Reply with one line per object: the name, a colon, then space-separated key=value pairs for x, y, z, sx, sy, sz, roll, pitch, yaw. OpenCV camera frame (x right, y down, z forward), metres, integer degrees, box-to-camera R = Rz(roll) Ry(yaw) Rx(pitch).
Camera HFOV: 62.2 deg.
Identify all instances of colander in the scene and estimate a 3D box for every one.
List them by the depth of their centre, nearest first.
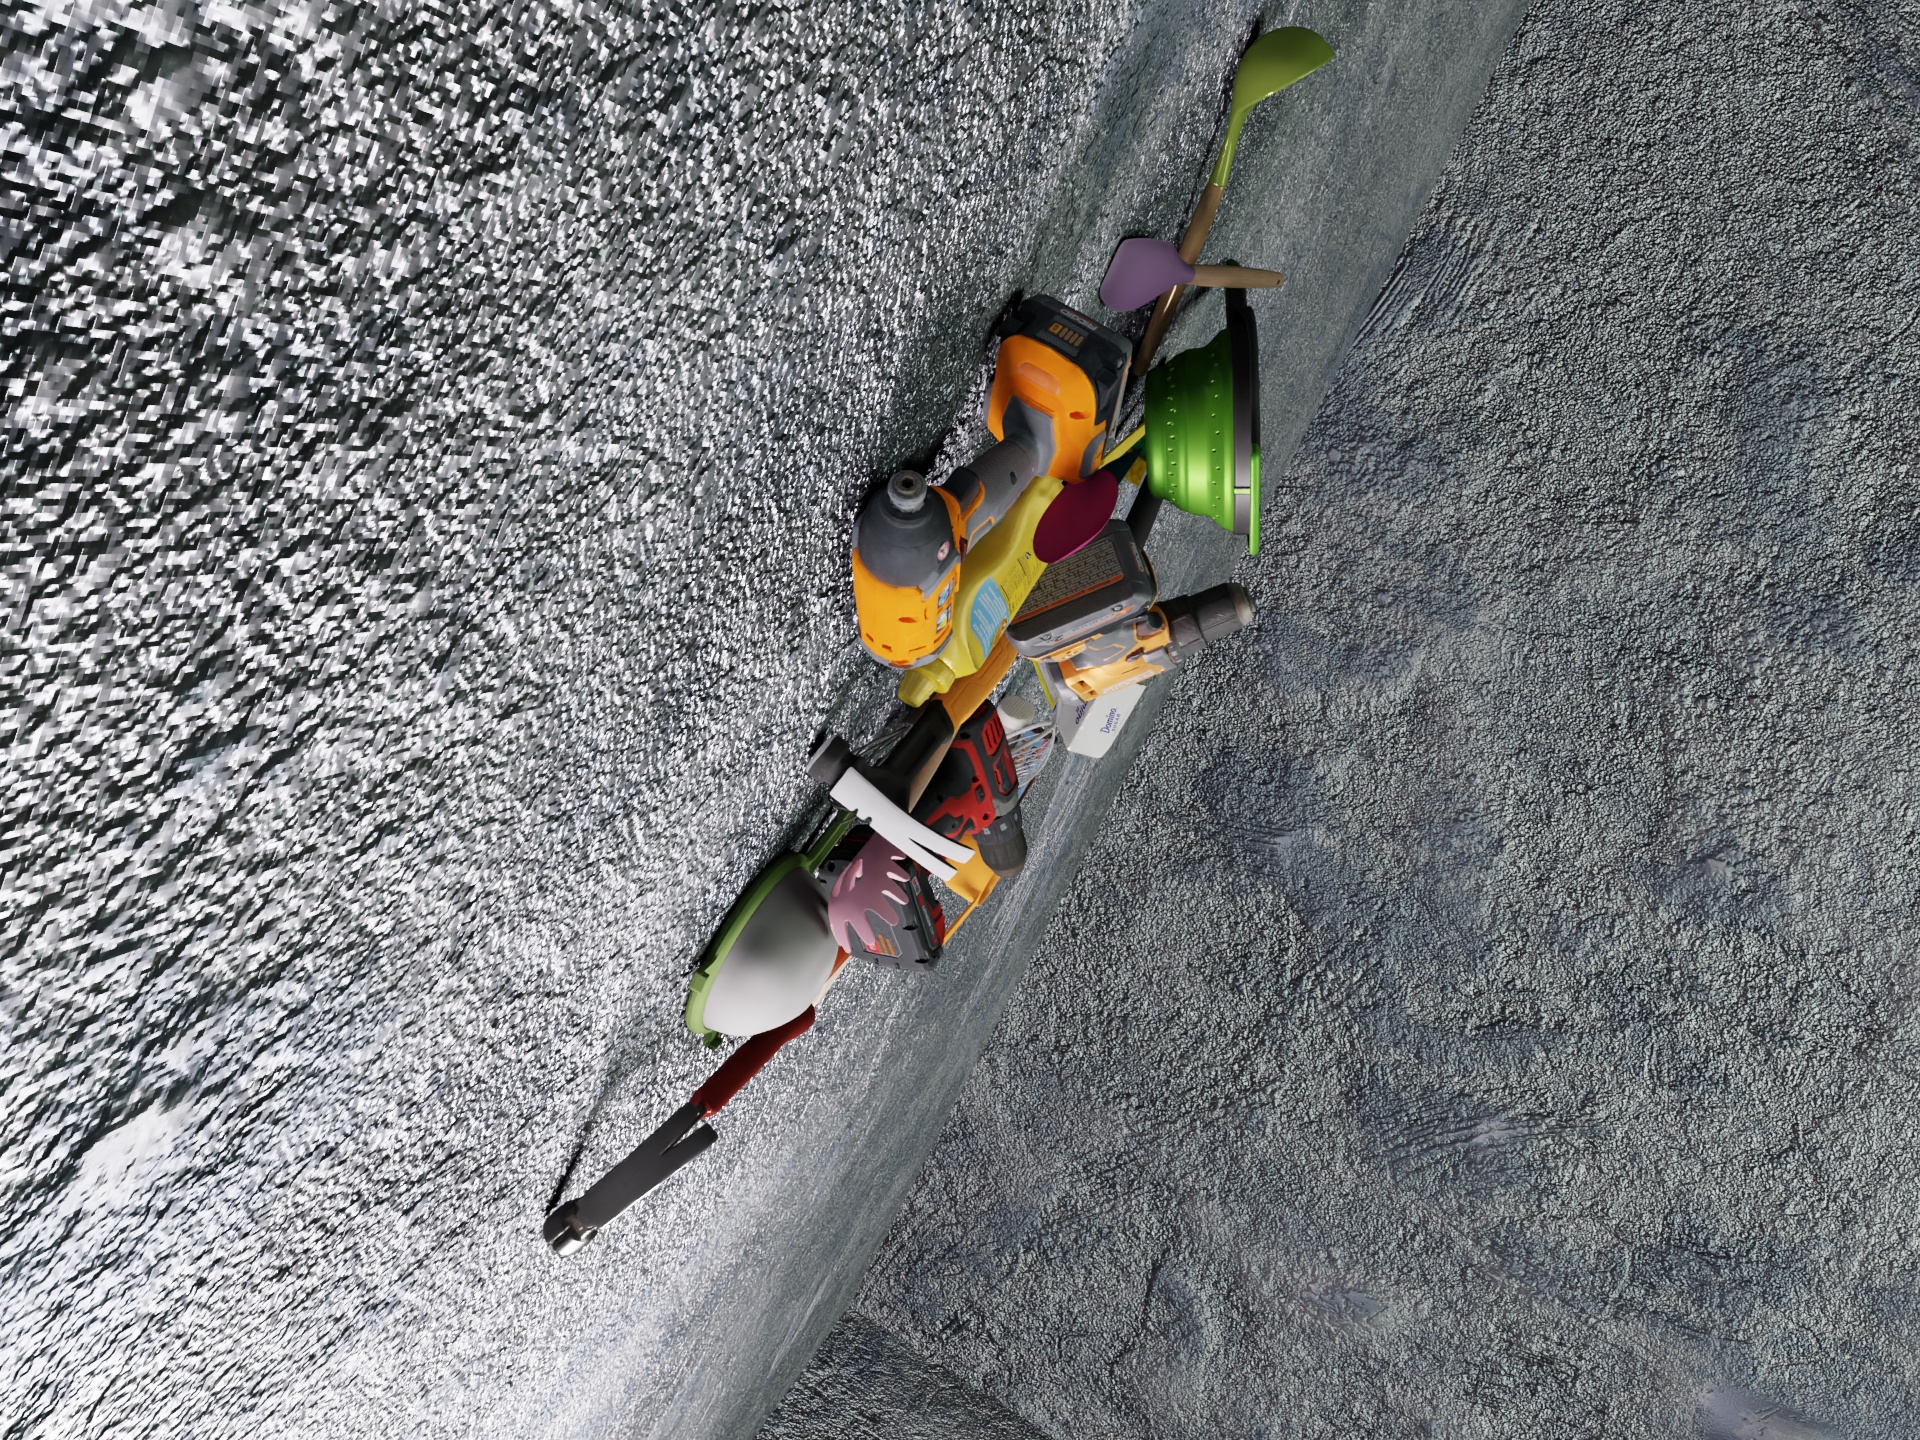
colander: x=0.213 y=-0.303 z=1.418 sx=0.397 sy=0.094 sz=0.204 roll=-82 pitch=168 yaw=-46

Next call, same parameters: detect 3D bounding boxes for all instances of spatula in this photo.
spatula: x=0.193 y=-0.358 z=1.284 sx=0.316 sy=0.018 sz=0.059 roll=-21 pitch=142 yaw=-53
spatula: x=0.129 y=-0.178 z=1.518 sx=0.082 sy=0.044 sz=0.317 roll=-55 pitch=169 yaw=-9

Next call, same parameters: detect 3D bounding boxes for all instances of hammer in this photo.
hammer: x=-0.176 y=0.273 z=1.196 sx=0.149 sy=0.037 sz=0.359 roll=-41 pitch=178 yaw=17
hammer: x=-0.002 y=-0.004 z=1.216 sx=0.034 sy=0.127 sz=0.337 roll=-50 pitch=-178 yaw=31
hammer: x=-0.046 y=0.135 z=1.533 sx=0.411 sy=0.038 sz=0.146 roll=-49 pitch=165 yaw=-45

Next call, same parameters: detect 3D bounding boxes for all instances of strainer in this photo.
strainer: x=-0.103 y=0.137 z=1.182 sx=0.256 sy=0.069 sz=0.151 roll=-54 pitch=167 yaw=-26

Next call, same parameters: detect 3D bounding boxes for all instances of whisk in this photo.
whisk: x=-0.041 y=0.012 z=1.230 sx=0.239 sy=0.055 sz=0.055 roll=-53 pitch=167 yaw=-55

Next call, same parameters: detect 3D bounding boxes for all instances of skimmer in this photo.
skimmer: x=0.086 y=-0.086 z=1.468 sx=0.127 sy=0.090 sz=0.363 roll=-62 pitch=177 yaw=-81

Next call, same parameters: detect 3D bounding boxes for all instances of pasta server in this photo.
pasta server: x=-0.033 y=0.059 z=1.222 sx=0.060 sy=0.040 sz=0.316 roll=-25 pitch=-159 yaw=32

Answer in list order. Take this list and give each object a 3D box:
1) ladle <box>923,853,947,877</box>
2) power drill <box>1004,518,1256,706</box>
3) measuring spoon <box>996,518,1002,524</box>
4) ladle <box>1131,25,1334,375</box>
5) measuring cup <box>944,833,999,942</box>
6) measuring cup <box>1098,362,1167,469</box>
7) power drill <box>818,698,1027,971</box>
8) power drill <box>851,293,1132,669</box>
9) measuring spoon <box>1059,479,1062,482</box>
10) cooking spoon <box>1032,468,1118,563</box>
ladle: x=-0.052 y=0.166 z=1.613 sx=0.315 sy=0.031 sz=0.069 roll=-36 pitch=152 yaw=-62
power drill: x=0.138 y=-0.088 z=1.302 sx=0.185 sy=0.084 sz=0.226 roll=-22 pitch=160 yaw=14
measuring spoon: x=-0.012 y=-0.129 z=1.086 sx=0.129 sy=0.021 sz=0.042 roll=-45 pitch=138 yaw=-27
ladle: x=0.209 y=-0.406 z=1.286 sx=0.078 sy=0.062 sz=0.320 roll=-48 pitch=166 yaw=-44
measuring cup: x=-0.003 y=0.163 z=1.580 sx=0.174 sy=0.052 sz=0.095 roll=-49 pitch=167 yaw=-37
measuring cup: x=0.166 y=-0.285 z=1.498 sx=0.156 sy=0.029 sz=0.062 roll=-43 pitch=162 yaw=-23
power drill: x=-0.014 y=0.110 z=1.348 sx=0.227 sy=0.080 sz=0.187 roll=-53 pitch=138 yaw=-41
power drill: x=0.014 y=-0.153 z=0.972 sx=0.226 sy=0.084 sz=0.164 roll=-52 pitch=166 yaw=-22
measuring spoon: x=0.061 y=-0.204 z=1.237 sx=0.034 sy=0.018 sz=0.124 roll=-64 pitch=162 yaw=15
cooking spoon: x=0.087 y=-0.184 z=1.123 sx=0.068 sy=0.017 sz=0.319 roll=-33 pitch=-158 yaw=22
